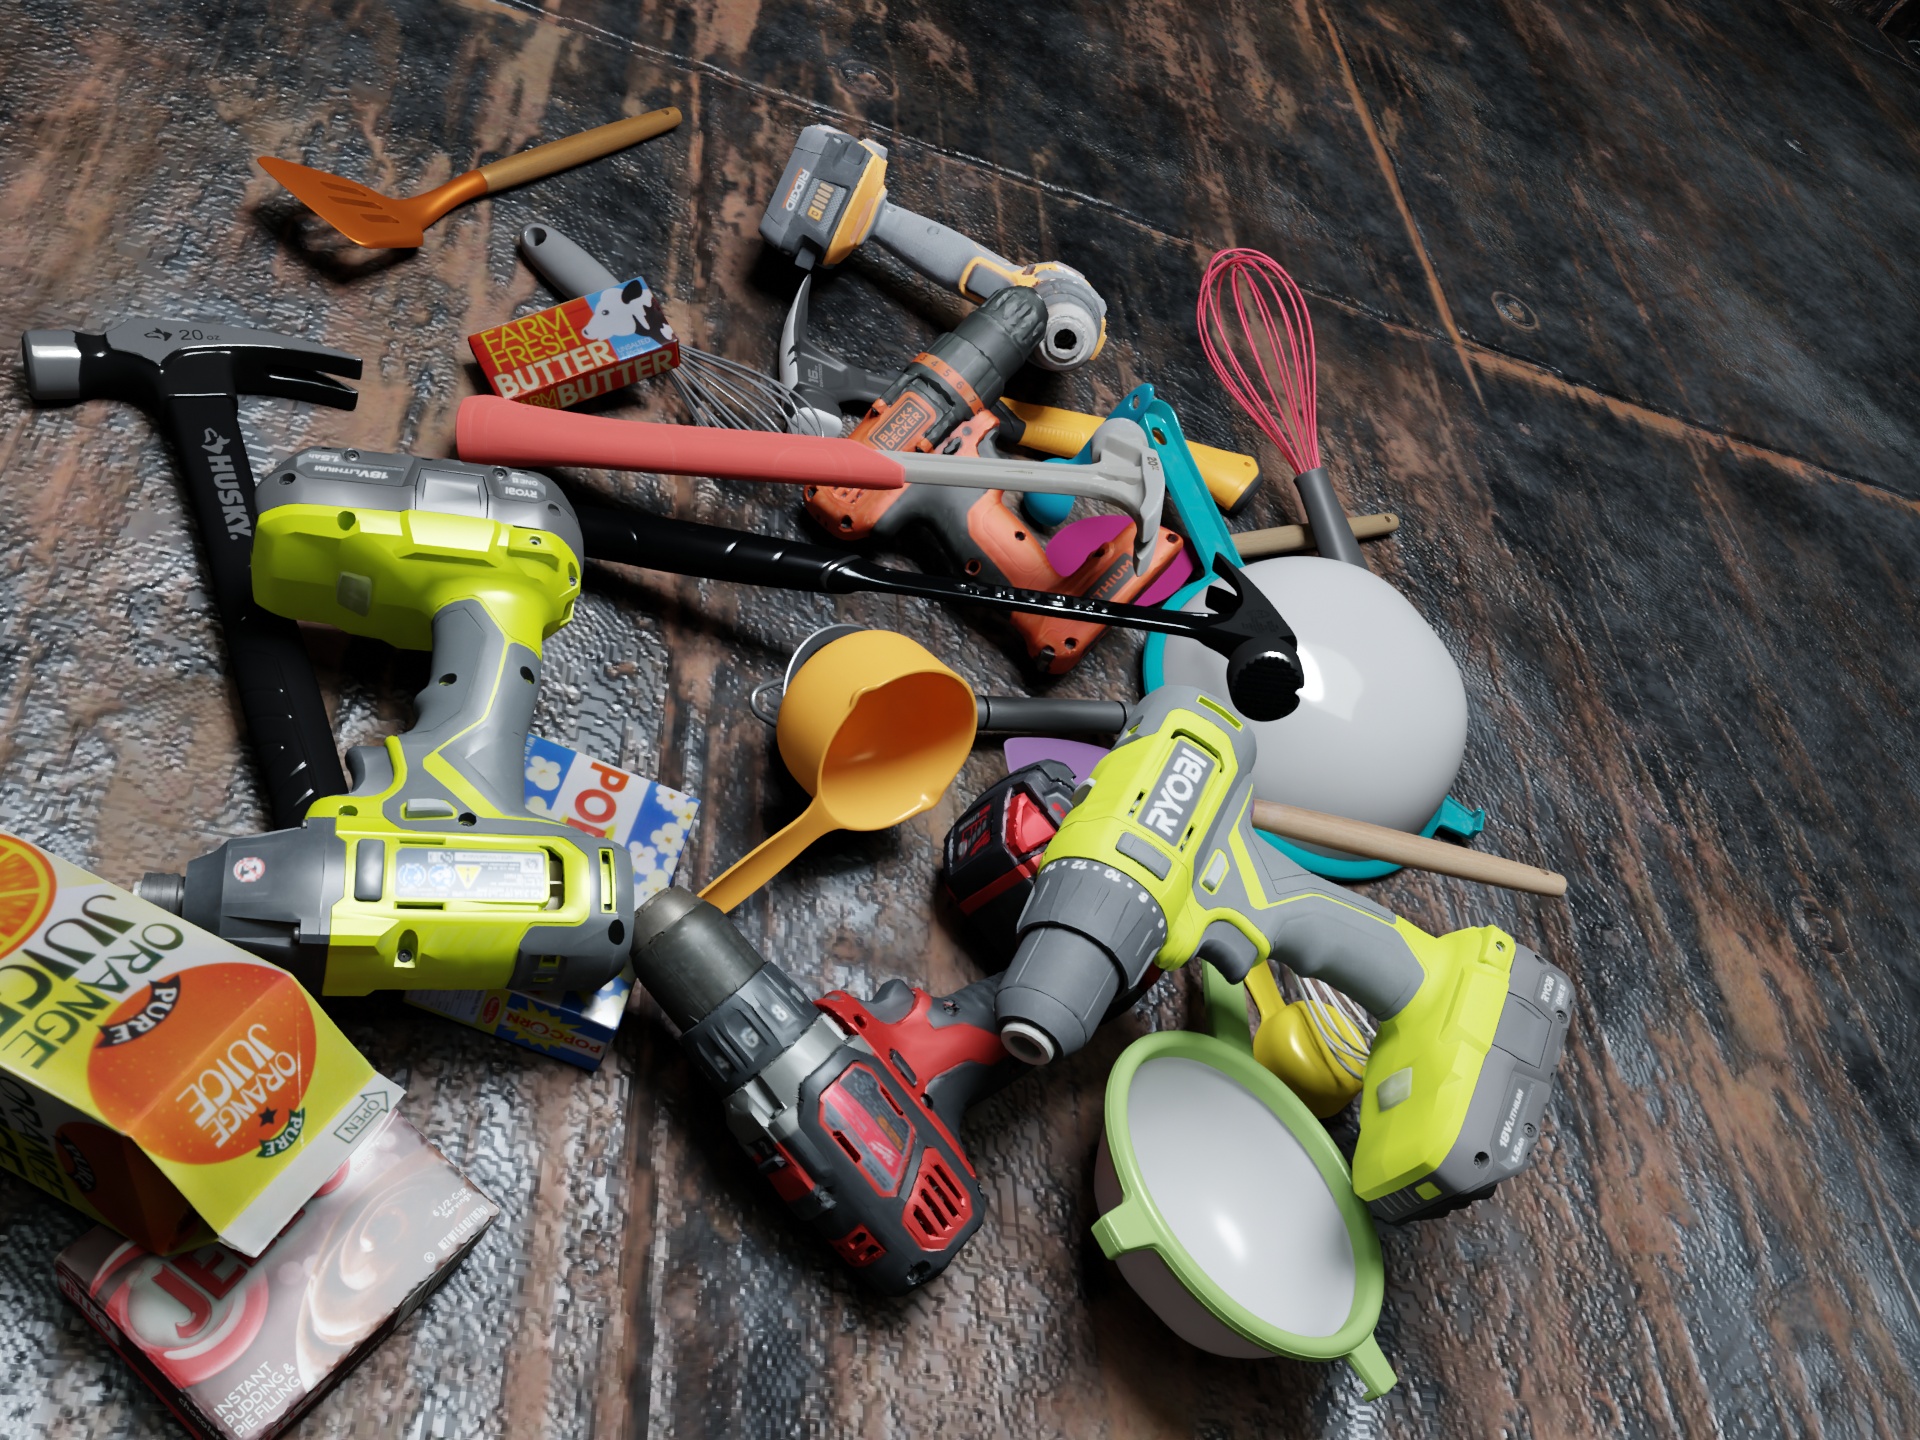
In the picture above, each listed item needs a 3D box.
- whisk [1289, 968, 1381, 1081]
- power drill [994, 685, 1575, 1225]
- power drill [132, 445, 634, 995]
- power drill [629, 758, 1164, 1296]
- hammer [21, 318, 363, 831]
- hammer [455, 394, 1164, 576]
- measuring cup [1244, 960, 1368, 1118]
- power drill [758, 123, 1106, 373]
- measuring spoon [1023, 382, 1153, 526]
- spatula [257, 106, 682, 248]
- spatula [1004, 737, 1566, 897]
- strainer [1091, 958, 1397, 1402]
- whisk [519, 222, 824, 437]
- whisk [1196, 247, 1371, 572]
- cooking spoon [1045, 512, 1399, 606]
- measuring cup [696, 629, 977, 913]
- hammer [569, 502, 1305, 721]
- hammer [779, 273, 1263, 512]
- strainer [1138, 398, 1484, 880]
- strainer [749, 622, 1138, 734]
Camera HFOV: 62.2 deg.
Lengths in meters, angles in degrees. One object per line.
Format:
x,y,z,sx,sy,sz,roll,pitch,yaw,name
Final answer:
0.161,0.091,0.824,0.247,0.058,0.059,52,8,34,whisk
0.134,0.111,0.680,0.228,0.080,0.191,34,52,-1,power drill
-0.225,0.001,0.635,0.171,0.080,0.223,4,53,-23,power drill
-0.021,0.107,0.693,0.188,0.080,0.227,50,49,1,power drill
-0.310,-0.054,0.711,0.146,0.035,0.335,-9,59,-33,hammer
-0.078,-0.129,0.807,0.359,0.036,0.149,5,29,1,hammer
0.162,0.128,0.823,0.062,0.029,0.157,-5,58,-32,measuring cup
-0.009,-0.289,1.007,0.226,0.084,0.185,26,19,-10,power drill
0.071,-0.160,0.944,0.021,0.128,0.042,3,62,-30,measuring spoon
-0.273,-0.340,0.966,0.081,0.041,0.323,39,44,7,spatula
0.174,0.052,0.832,0.316,0.018,0.060,14,27,-10,spatula
0.109,0.186,0.730,0.151,0.069,0.257,33,30,-16,strainer
-0.170,-0.217,0.917,0.239,0.055,0.055,41,45,13,whisk
0.226,-0.182,1.063,0.073,0.073,0.296,-12,79,-36,whisk
0.183,-0.114,1.046,0.318,0.017,0.069,-12,66,-35,cooking spoon
-0.074,0.028,0.733,0.173,0.095,0.052,-40,50,-7,measuring cup
-0.038,-0.073,0.795,0.409,0.036,0.149,9,25,1,hammer
0.046,-0.195,1.027,0.336,0.034,0.127,10,51,-22,hammer
0.197,-0.076,0.946,0.211,0.095,0.341,-7,64,-32,strainer
-0.001,-0.003,0.832,0.258,0.050,0.087,2,83,-32,strainer
